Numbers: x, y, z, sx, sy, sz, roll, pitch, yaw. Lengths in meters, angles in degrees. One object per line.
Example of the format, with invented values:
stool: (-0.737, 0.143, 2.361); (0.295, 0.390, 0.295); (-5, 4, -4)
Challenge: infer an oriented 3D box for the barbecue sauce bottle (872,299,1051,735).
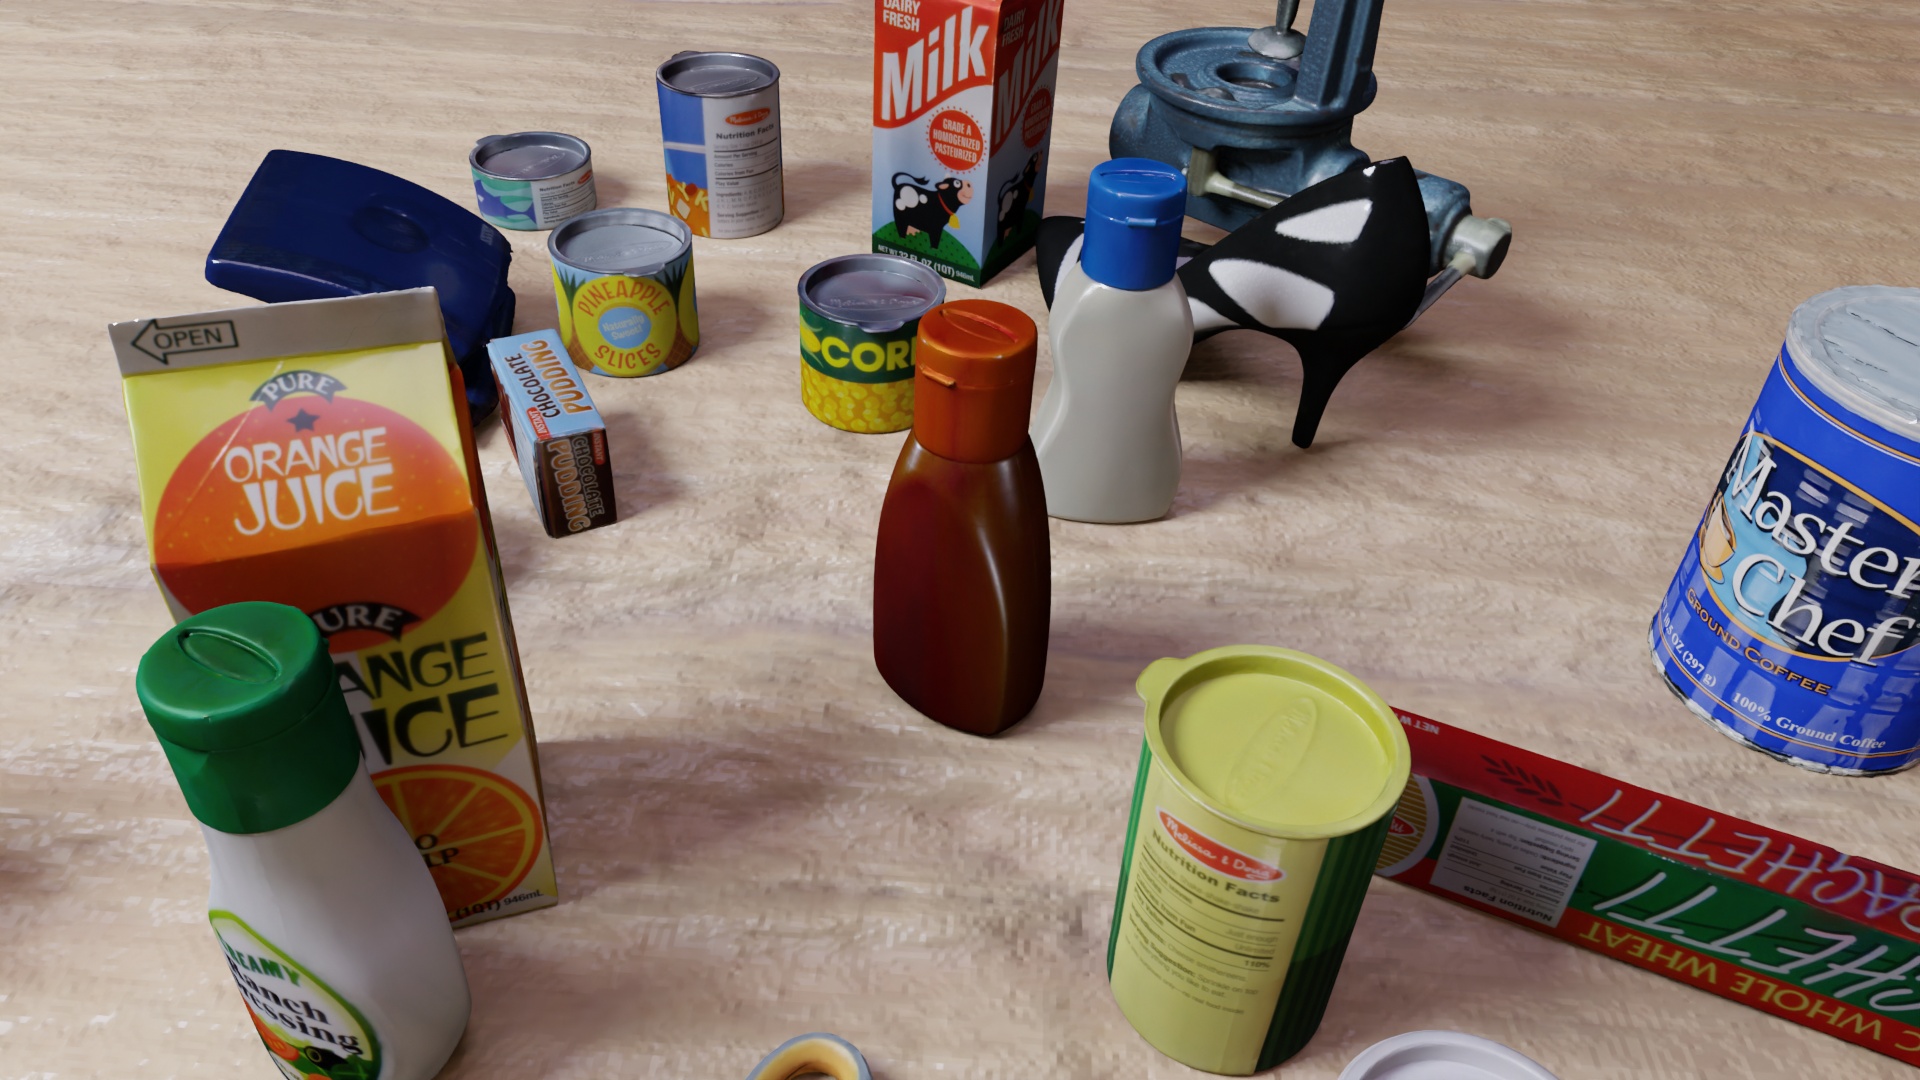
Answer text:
barbecue sauce bottle: (0.002, -0.006, 0.457); (0.065, 0.147, 0.044); (28, 44, 28)

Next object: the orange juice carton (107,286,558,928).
orange juice carton: (-0.161, 0.020, 0.377); (0.072, 0.191, 0.073); (-11, 40, -17)

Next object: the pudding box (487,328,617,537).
pudding box: (-0.170, -0.046, 0.576); (0.030, 0.049, 0.084); (-15, 42, -22)

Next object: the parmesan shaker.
parmesan shaker: (0.075, 0.087, 0.381); (0.071, 0.102, 0.072); (2, 38, -2)

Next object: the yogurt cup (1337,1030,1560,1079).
yogurt cup: (0.116, 0.161, 0.330); (0.072, 0.053, 0.073); (2, 38, -2)

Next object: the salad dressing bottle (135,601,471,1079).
salad dressing bottle: (-0.157, 0.081, 0.336); (0.064, 0.146, 0.044); (20, 41, 20)

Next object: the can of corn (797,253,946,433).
can of corn: (-0.040, -0.088, 0.632); (0.071, 0.058, 0.071); (2, 38, -2)

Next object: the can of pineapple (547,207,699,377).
can of pineapple: (-0.159, -0.117, 0.660); (0.071, 0.057, 0.071); (2, 38, -2)

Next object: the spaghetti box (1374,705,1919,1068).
spaghetti box: (0.212, 0.104, 0.413); (0.250, 0.049, 0.029); (17, 40, 17)

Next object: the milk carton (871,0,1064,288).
milk carton: (0.003, -0.237, 0.717); (0.072, 0.189, 0.074); (22, 42, 22)

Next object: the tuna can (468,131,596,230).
tuna can: (-0.242, -0.204, 0.784); (0.071, 0.032, 0.071); (2, 38, -2)

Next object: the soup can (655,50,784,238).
soup can: (-0.133, -0.221, 0.773); (0.071, 0.083, 0.072); (2, 38, -2)

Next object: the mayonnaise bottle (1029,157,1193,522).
mayonnaise bottle: (0.062, -0.075, 0.550); (0.065, 0.147, 0.041); (2, 38, -2)
